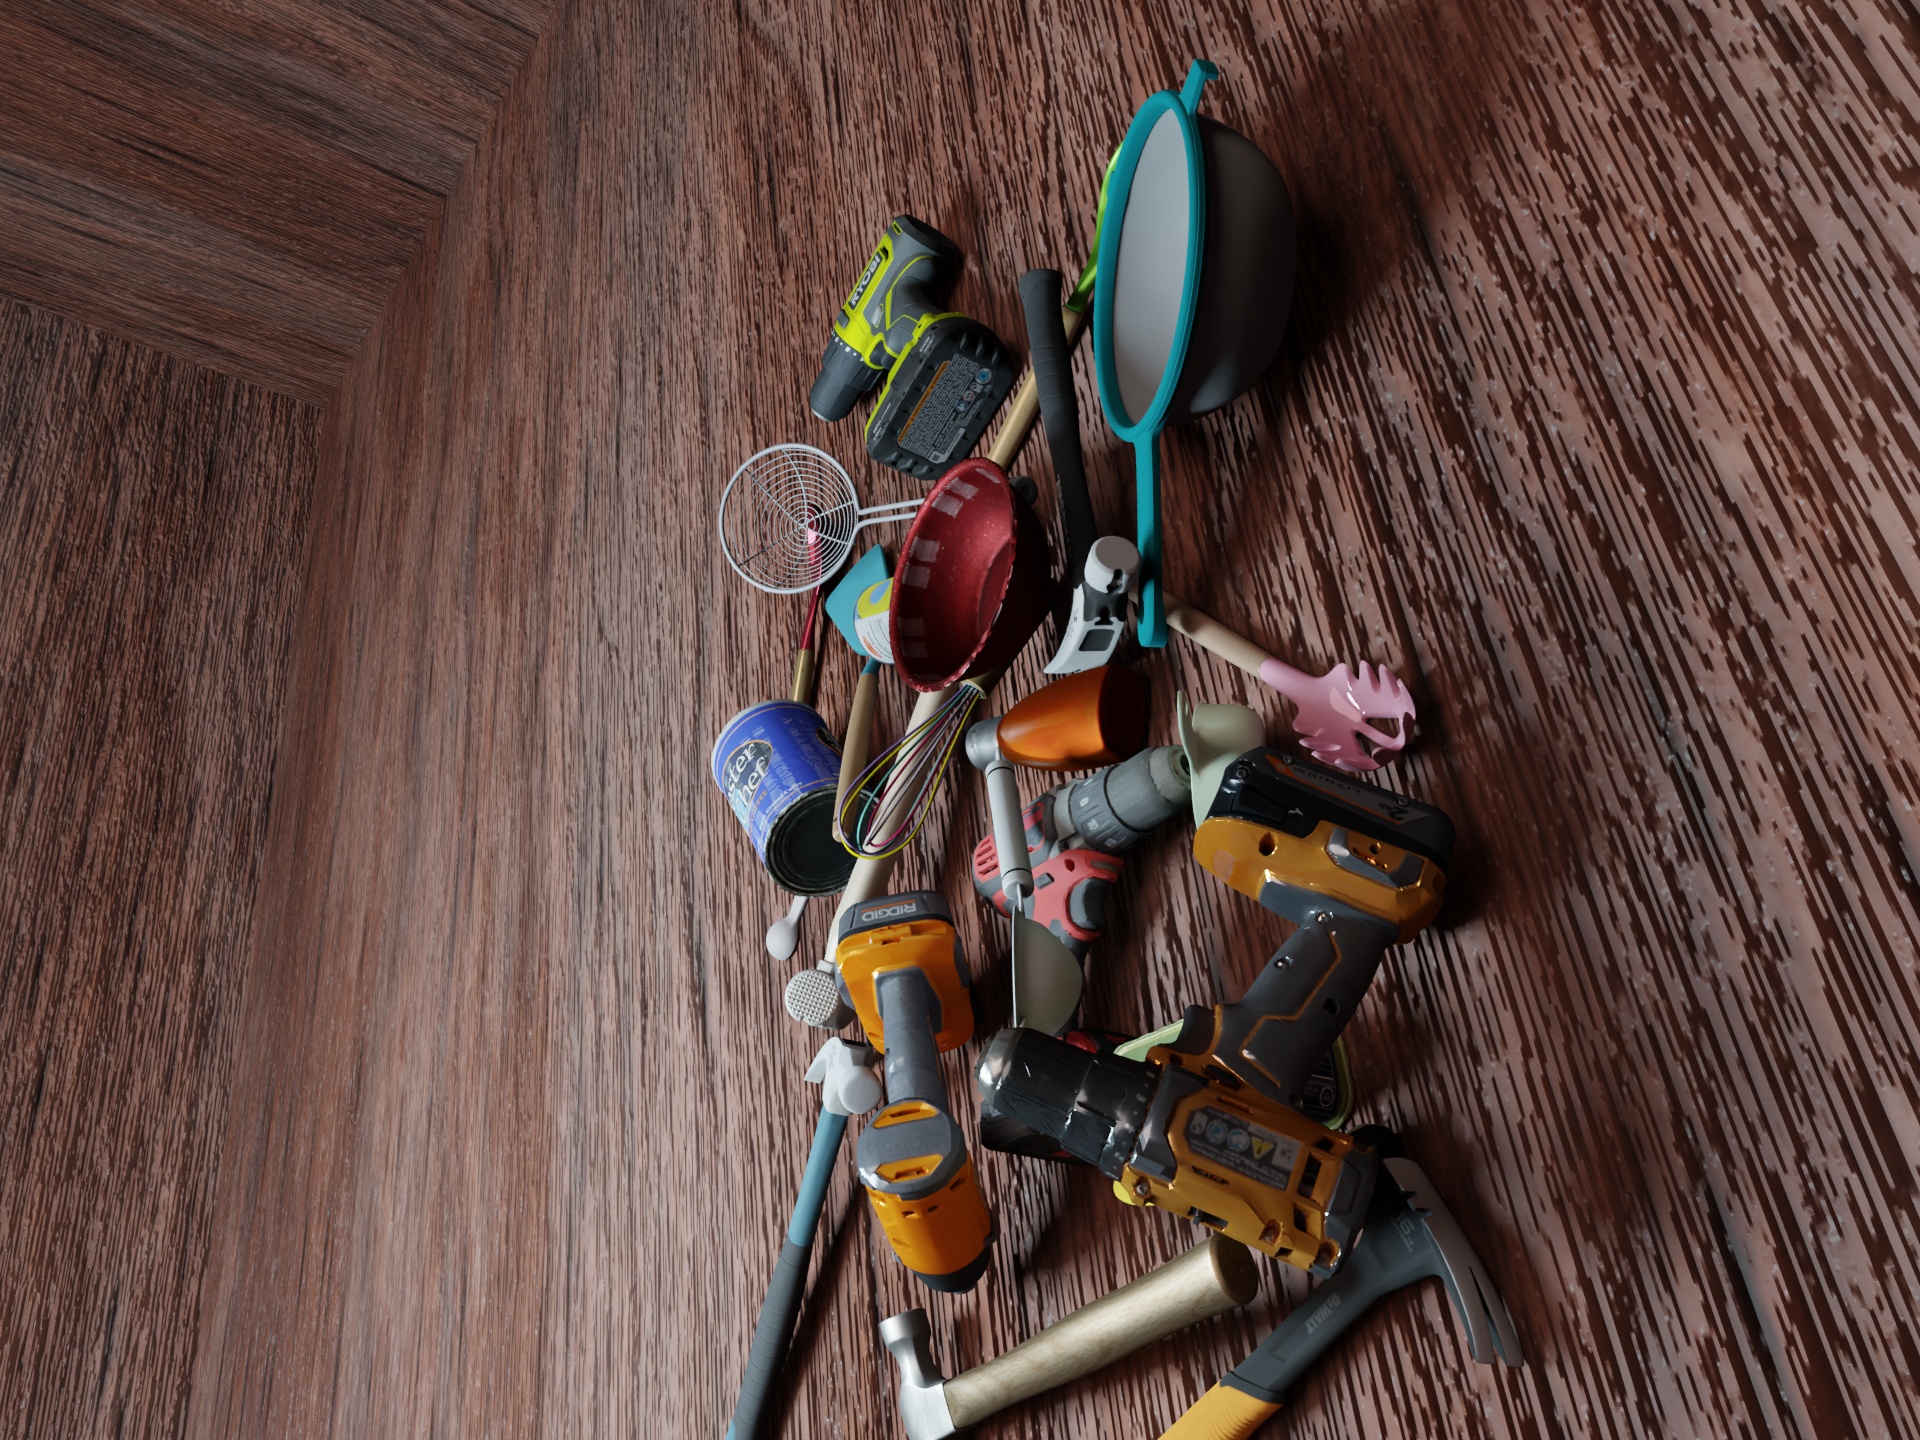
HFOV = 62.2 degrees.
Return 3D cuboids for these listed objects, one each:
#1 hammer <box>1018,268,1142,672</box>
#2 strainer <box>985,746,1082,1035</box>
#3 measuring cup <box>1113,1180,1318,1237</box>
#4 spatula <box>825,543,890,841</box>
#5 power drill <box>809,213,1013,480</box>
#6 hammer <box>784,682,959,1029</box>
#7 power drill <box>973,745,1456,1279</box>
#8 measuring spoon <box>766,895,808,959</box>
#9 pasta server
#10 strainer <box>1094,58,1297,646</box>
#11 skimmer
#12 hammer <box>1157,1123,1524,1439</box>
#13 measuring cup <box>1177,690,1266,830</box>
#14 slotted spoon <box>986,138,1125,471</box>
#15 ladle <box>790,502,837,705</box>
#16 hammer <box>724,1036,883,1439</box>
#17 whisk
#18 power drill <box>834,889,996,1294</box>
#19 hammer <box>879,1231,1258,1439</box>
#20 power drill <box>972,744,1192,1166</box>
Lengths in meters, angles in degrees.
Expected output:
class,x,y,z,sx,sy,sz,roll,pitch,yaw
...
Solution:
class,x,y,z,sx,sy,sz,roll,pitch,yaw
hammer,0.071,-0.185,1.095,0.146,0.035,0.335,103,164,-55
strainer,0.037,0.102,0.939,0.259,0.050,0.086,-98,0,-49
measuring cup,0.138,0.238,0.819,0.156,0.029,0.062,-25,56,52
spatula,-0.085,-0.020,1.244,0.082,0.044,0.318,-44,24,31
power drill,-0.052,-0.300,1.340,0.190,0.080,0.229,-56,35,23
hammer,-0.033,0.027,1.170,0.146,0.038,0.411,72,-143,-78
power drill,0.126,0.126,0.764,0.084,0.185,0.226,88,-155,-60
measuring spoon,-0.135,0.138,1.312,0.034,0.018,0.124,23,94,56
pasta server,0.165,-0.044,0.952,0.060,0.040,0.316,-53,35,3
strainer,0.154,-0.215,0.994,0.211,0.095,0.340,169,102,-79
skimmer,-0.075,-0.164,1.224,0.363,0.090,0.127,4,89,59
hammer,0.140,0.362,0.811,0.336,0.034,0.127,-55,37,24
measuring cup,0.143,0.014,0.863,0.038,0.167,0.083,-1,72,14
slotted spoon,0.073,-0.286,1.199,0.313,0.031,0.070,-63,35,18
ladle,-0.138,-0.036,1.384,0.069,0.031,0.315,140,138,-75
hammer,-0.118,0.385,1.142,0.128,0.033,0.331,-140,65,-76
whisk,0.000,-0.002,1.096,0.047,0.051,0.245,16,63,47
power drill,-0.023,0.238,0.998,0.084,0.164,0.227,-12,41,3
hammer,0.055,0.355,0.885,0.331,0.031,0.130,-48,53,44
power drill,0.082,0.135,0.956,0.188,0.080,0.227,-36,45,44
